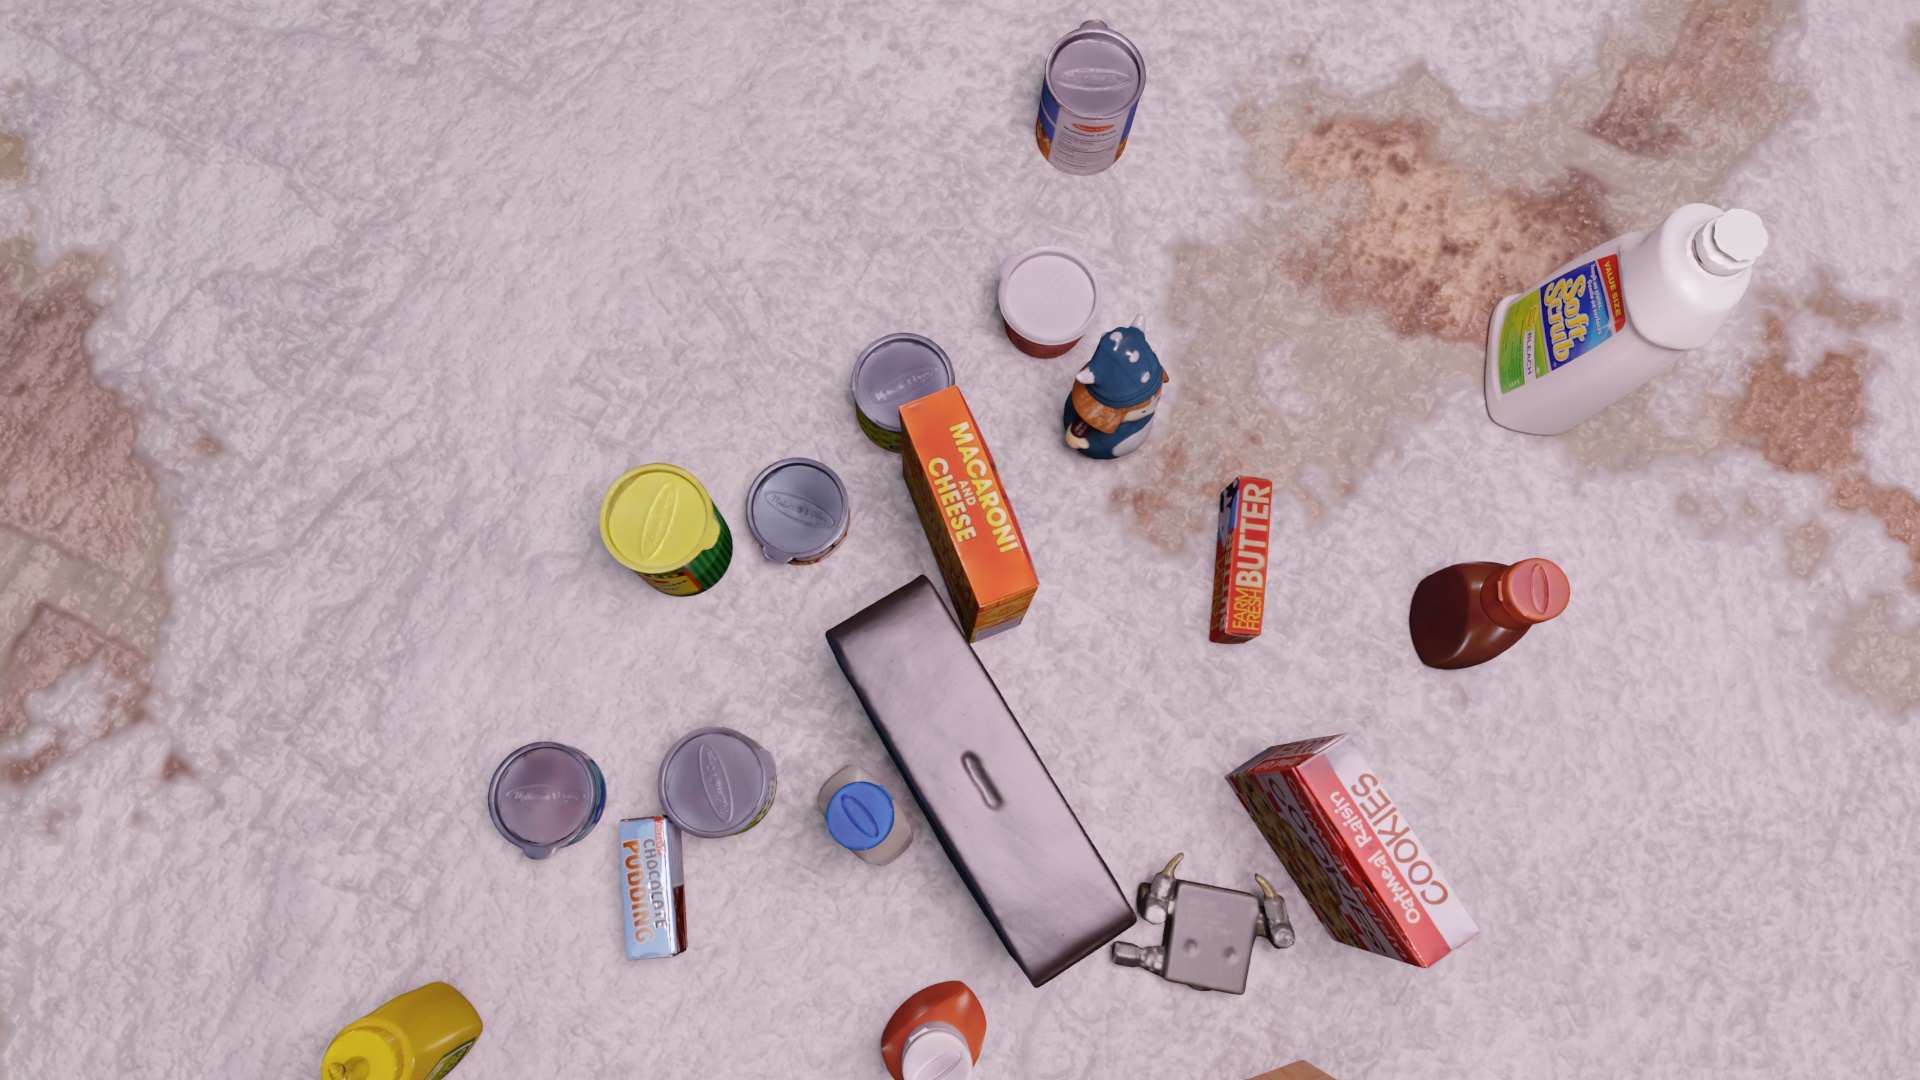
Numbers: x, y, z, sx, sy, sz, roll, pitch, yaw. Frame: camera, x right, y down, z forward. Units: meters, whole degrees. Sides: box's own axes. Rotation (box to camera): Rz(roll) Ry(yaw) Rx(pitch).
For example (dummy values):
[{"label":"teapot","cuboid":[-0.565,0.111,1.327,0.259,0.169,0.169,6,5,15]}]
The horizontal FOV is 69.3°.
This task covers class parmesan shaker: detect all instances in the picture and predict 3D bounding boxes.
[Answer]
[{"label":"parmesan shaker","cuboid":[-0.177,-0.003,0.861,0.071,0.103,0.071,0,79,-2]}]

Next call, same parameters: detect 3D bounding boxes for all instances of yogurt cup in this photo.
[{"label":"yogurt cup","cuboid":[0.058,-0.155,0.926,0.072,0.054,0.072,0,79,-2]}]

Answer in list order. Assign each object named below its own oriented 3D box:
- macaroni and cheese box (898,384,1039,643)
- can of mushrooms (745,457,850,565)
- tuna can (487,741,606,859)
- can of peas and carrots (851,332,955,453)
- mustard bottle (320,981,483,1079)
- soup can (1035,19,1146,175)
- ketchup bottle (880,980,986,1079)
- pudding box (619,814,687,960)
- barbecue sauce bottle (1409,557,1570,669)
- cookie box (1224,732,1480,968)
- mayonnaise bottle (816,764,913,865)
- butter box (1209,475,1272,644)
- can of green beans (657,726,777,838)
[{"label":"macaroni and cheese box","cuboid":[0.003,-0.010,0.836,0.040,0.166,0.124,-21,80,-6]},{"label":"can of mushrooms","cuboid":[-0.106,-0.016,0.902,0.071,0.033,0.071,0,78,-2]},{"label":"tuna can","cuboid":[-0.255,0.161,0.860,0.071,0.032,0.071,0,78,-2]},{"label":"can of peas and carrots","cuboid":[-0.036,-0.093,0.907,0.071,0.058,0.071,0,79,-2]},{"label":"mustard bottle","cuboid":[-0.315,0.285,0.767,0.049,0.160,0.065,43,81,6]},{"label":"soup can","cuboid":[0.087,-0.298,0.941,0.071,0.083,0.071,0,79,-2]},{"label":"ketchup bottle","cuboid":[-0.015,0.284,0.784,0.065,0.148,0.043,-33,82,-8]},{"label":"pudding box","cuboid":[-0.186,0.210,0.844,0.030,0.049,0.084,-6,79,-3]},{"label":"barbecue sauce bottle","cuboid":[0.320,0.041,0.846,0.044,0.148,0.065,2,79,-1]},{"label":"cookie box","cuboid":[0.219,0.177,0.805,0.040,0.167,0.123,-32,81,-7]},{"label":"mayonnaise bottle","cuboid":[-0.056,0.160,0.808,0.041,0.148,0.065,-41,83,-9]},{"label":"butter box","cuboid":[0.180,0.014,0.895,0.024,0.053,0.103,7,78,0]},{"label":"can of green beans","cuboid":[-0.148,0.149,0.853,0.071,0.057,0.071,0,79,-2]}]
